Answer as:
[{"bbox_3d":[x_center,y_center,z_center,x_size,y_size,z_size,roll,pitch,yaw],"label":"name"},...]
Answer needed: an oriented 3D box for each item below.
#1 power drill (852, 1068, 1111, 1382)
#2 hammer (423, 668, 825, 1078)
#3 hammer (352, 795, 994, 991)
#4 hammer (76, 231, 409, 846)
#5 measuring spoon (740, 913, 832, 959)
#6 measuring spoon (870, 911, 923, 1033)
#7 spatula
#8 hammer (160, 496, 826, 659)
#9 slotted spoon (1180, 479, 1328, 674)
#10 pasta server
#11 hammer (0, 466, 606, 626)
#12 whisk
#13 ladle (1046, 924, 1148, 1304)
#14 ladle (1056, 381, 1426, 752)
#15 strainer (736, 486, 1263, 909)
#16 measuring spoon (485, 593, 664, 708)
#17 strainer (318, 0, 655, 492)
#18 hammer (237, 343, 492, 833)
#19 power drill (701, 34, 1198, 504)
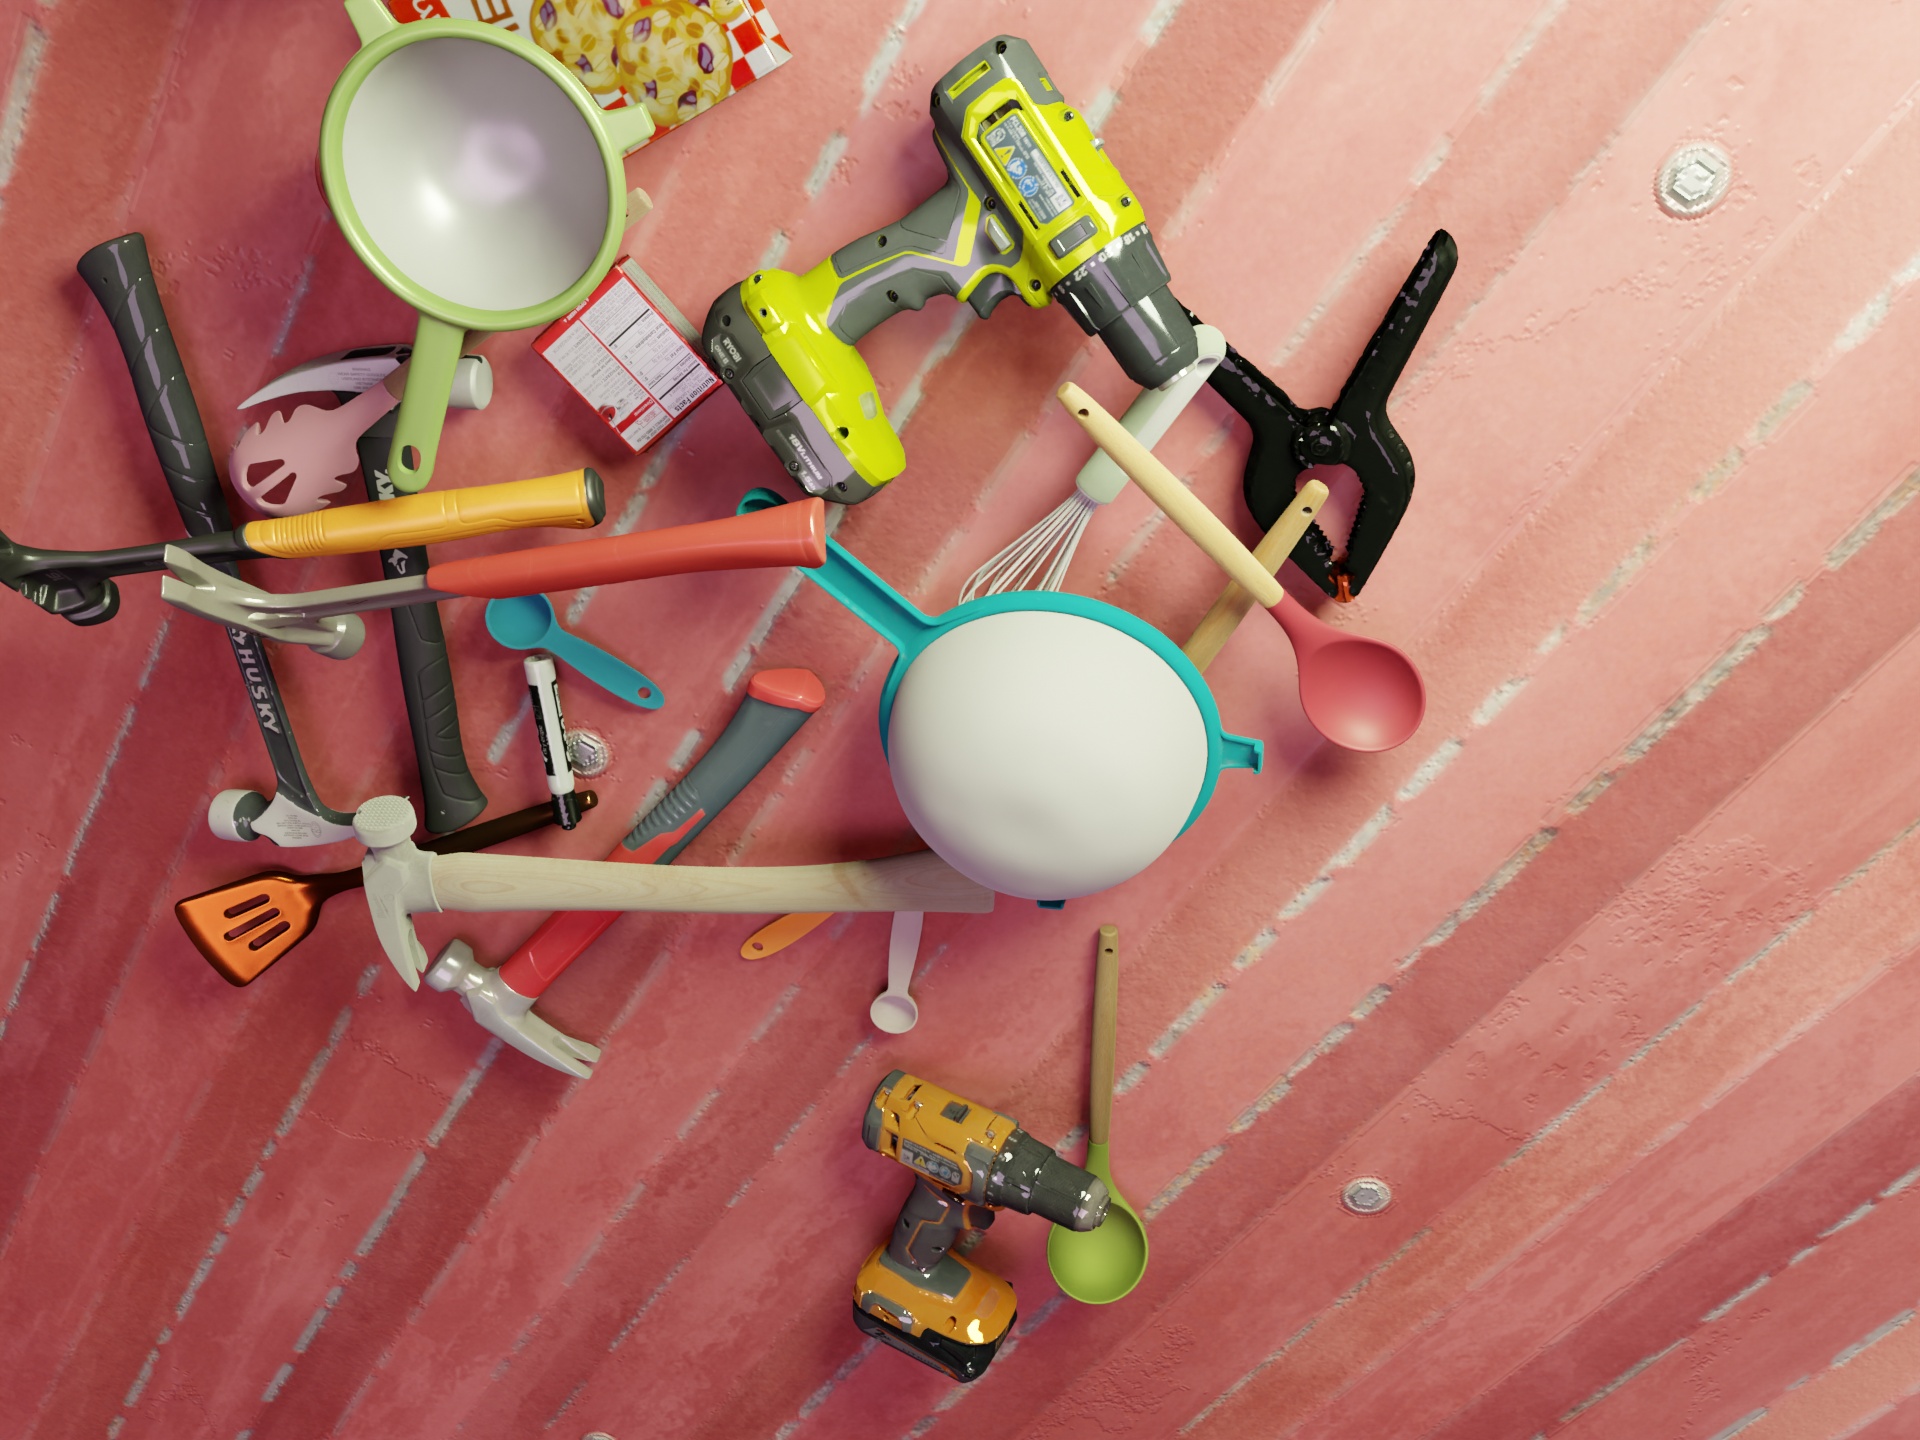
[{"bbox_3d":[0.011,0.382,1.177,0.185,0.084,0.226,19,121,21],"label":"power drill"},{"bbox_3d":[-0.210,0.106,1.093,0.143,0.038,0.386,39,117,-16],"label":"hammer"},{"bbox_3d":[-0.183,0.118,1.055,0.410,0.038,0.146,0,125,0],"label":"hammer"},{"bbox_3d":[-0.461,-0.096,0.999,0.149,0.036,0.408,3,119,18],"label":"hammer"},{"bbox_3d":[-0.112,0.139,1.118,0.117,0.011,0.021,-33,111,26],"label":"measuring spoon"},{"bbox_3d":[-0.040,0.166,1.124,0.034,0.018,0.124,10,114,1],"label":"measuring spoon"},{"bbox_3d":[-0.396,0.106,1.114,0.322,0.041,0.081,-19,115,15],"label":"spatula"},{"bbox_3d":[-0.248,-0.084,0.882,0.359,0.149,0.037,-6,77,15],"label":"hammer"},{"bbox_3d":[0.127,-0.021,0.965,0.070,0.031,0.313,24,125,-13],"label":"slotted spoon"},{"bbox_3d":[-0.297,-0.204,0.894,0.316,0.040,0.060,-31,113,16],"label":"pasta server"},{"bbox_3d":[-0.374,-0.110,0.911,0.337,0.127,0.034,-8,75,-3],"label":"hammer"},{"bbox_3d":[0.072,-0.125,0.908,0.057,0.059,0.246,2,137,-42],"label":"whisk"},{"bbox_3d":[0.103,0.291,1.153,0.078,0.062,0.320,-2,117,-3],"label":"ladle"},{"bbox_3d":[0.158,-0.082,0.884,0.069,0.031,0.315,-39,122,20],"label":"ladle"},{"bbox_3d":[-0.001,-0.003,0.918,0.340,0.095,0.211,39,125,-17],"label":"strainer"},{"bbox_3d":[-0.246,-0.045,1.025,0.128,0.021,0.042,34,96,-22],"label":"measuring spoon"},{"bbox_3d":[-0.258,-0.240,0.835,0.151,0.069,0.256,20,122,-10],"label":"strainer"},{"bbox_3d":[-0.352,-0.072,1.009,0.146,0.035,0.334,3,120,4],"label":"hammer"},{"bbox_3d":[-0.004,-0.215,0.845,0.228,0.080,0.190,-32,98,21],"label":"power drill"}]
